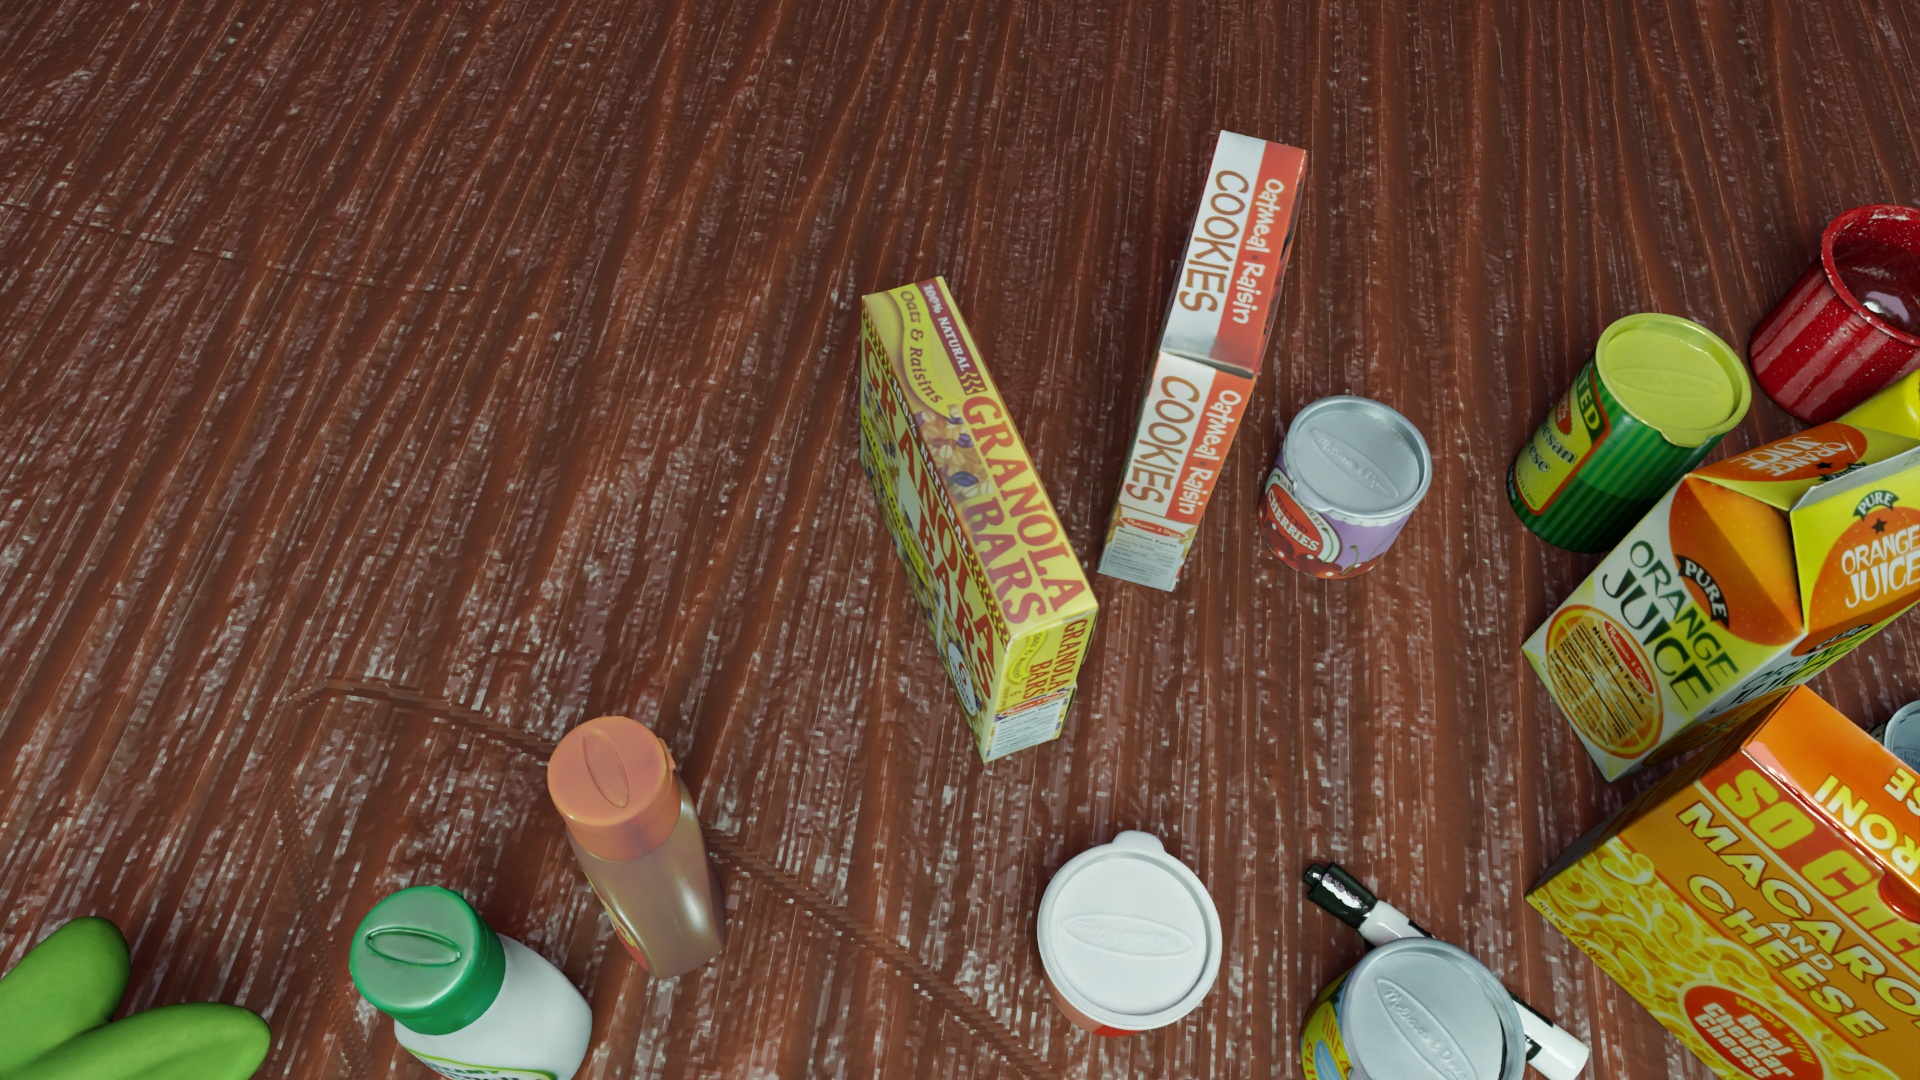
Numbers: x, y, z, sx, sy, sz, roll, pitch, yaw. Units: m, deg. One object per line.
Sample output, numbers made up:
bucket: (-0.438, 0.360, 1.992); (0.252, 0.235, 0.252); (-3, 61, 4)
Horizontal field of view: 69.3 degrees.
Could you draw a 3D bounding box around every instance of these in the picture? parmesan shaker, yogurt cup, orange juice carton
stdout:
parmesan shaker: (0.302, -0.044, 0.637); (0.071, 0.102, 0.071); (2, 59, -3)
yogurt cup: (0.061, 0.155, 0.528); (0.072, 0.053, 0.073); (2, 59, -3)
orange juice carton: (0.306, 0.020, 0.547); (0.072, 0.191, 0.073); (-17, 62, -14)

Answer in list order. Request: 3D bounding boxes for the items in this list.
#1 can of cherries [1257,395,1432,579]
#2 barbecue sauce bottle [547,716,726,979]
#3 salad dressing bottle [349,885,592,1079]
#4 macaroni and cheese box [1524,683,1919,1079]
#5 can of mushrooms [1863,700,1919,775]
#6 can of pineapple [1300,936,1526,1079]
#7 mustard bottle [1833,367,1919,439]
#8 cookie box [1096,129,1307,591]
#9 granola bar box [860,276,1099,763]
can of cherries: (0.173, -0.022, 0.640); (0.071, 0.058, 0.072); (2, 59, -3)
barbecue sauce bottle: (-0.113, 0.107, 0.490); (0.044, 0.147, 0.065); (-23, 64, -17)
salad dressing bottle: (-0.161, 0.152, 0.459); (0.064, 0.147, 0.044); (11, 59, 2)
macaroni and cheese box: (0.293, 0.137, 0.491); (0.040, 0.165, 0.124); (-37, 69, -22)
can of mushrooms: (0.422, 0.103, 0.599); (0.071, 0.033, 0.071); (2, 59, -3)
can of pineapple: (0.164, 0.188, 0.515); (0.071, 0.057, 0.071); (2, 59, -3)
mustard bottle: (0.413, -0.038, 0.608); (0.049, 0.159, 0.065); (-23, 64, -16)
cookie box: (0.102, -0.072, 0.601); (0.040, 0.166, 0.123); (15, 60, 5)
granola bar box: (0.002, -0.007, 0.580); (0.039, 0.123, 0.166); (-16, 62, -13)
